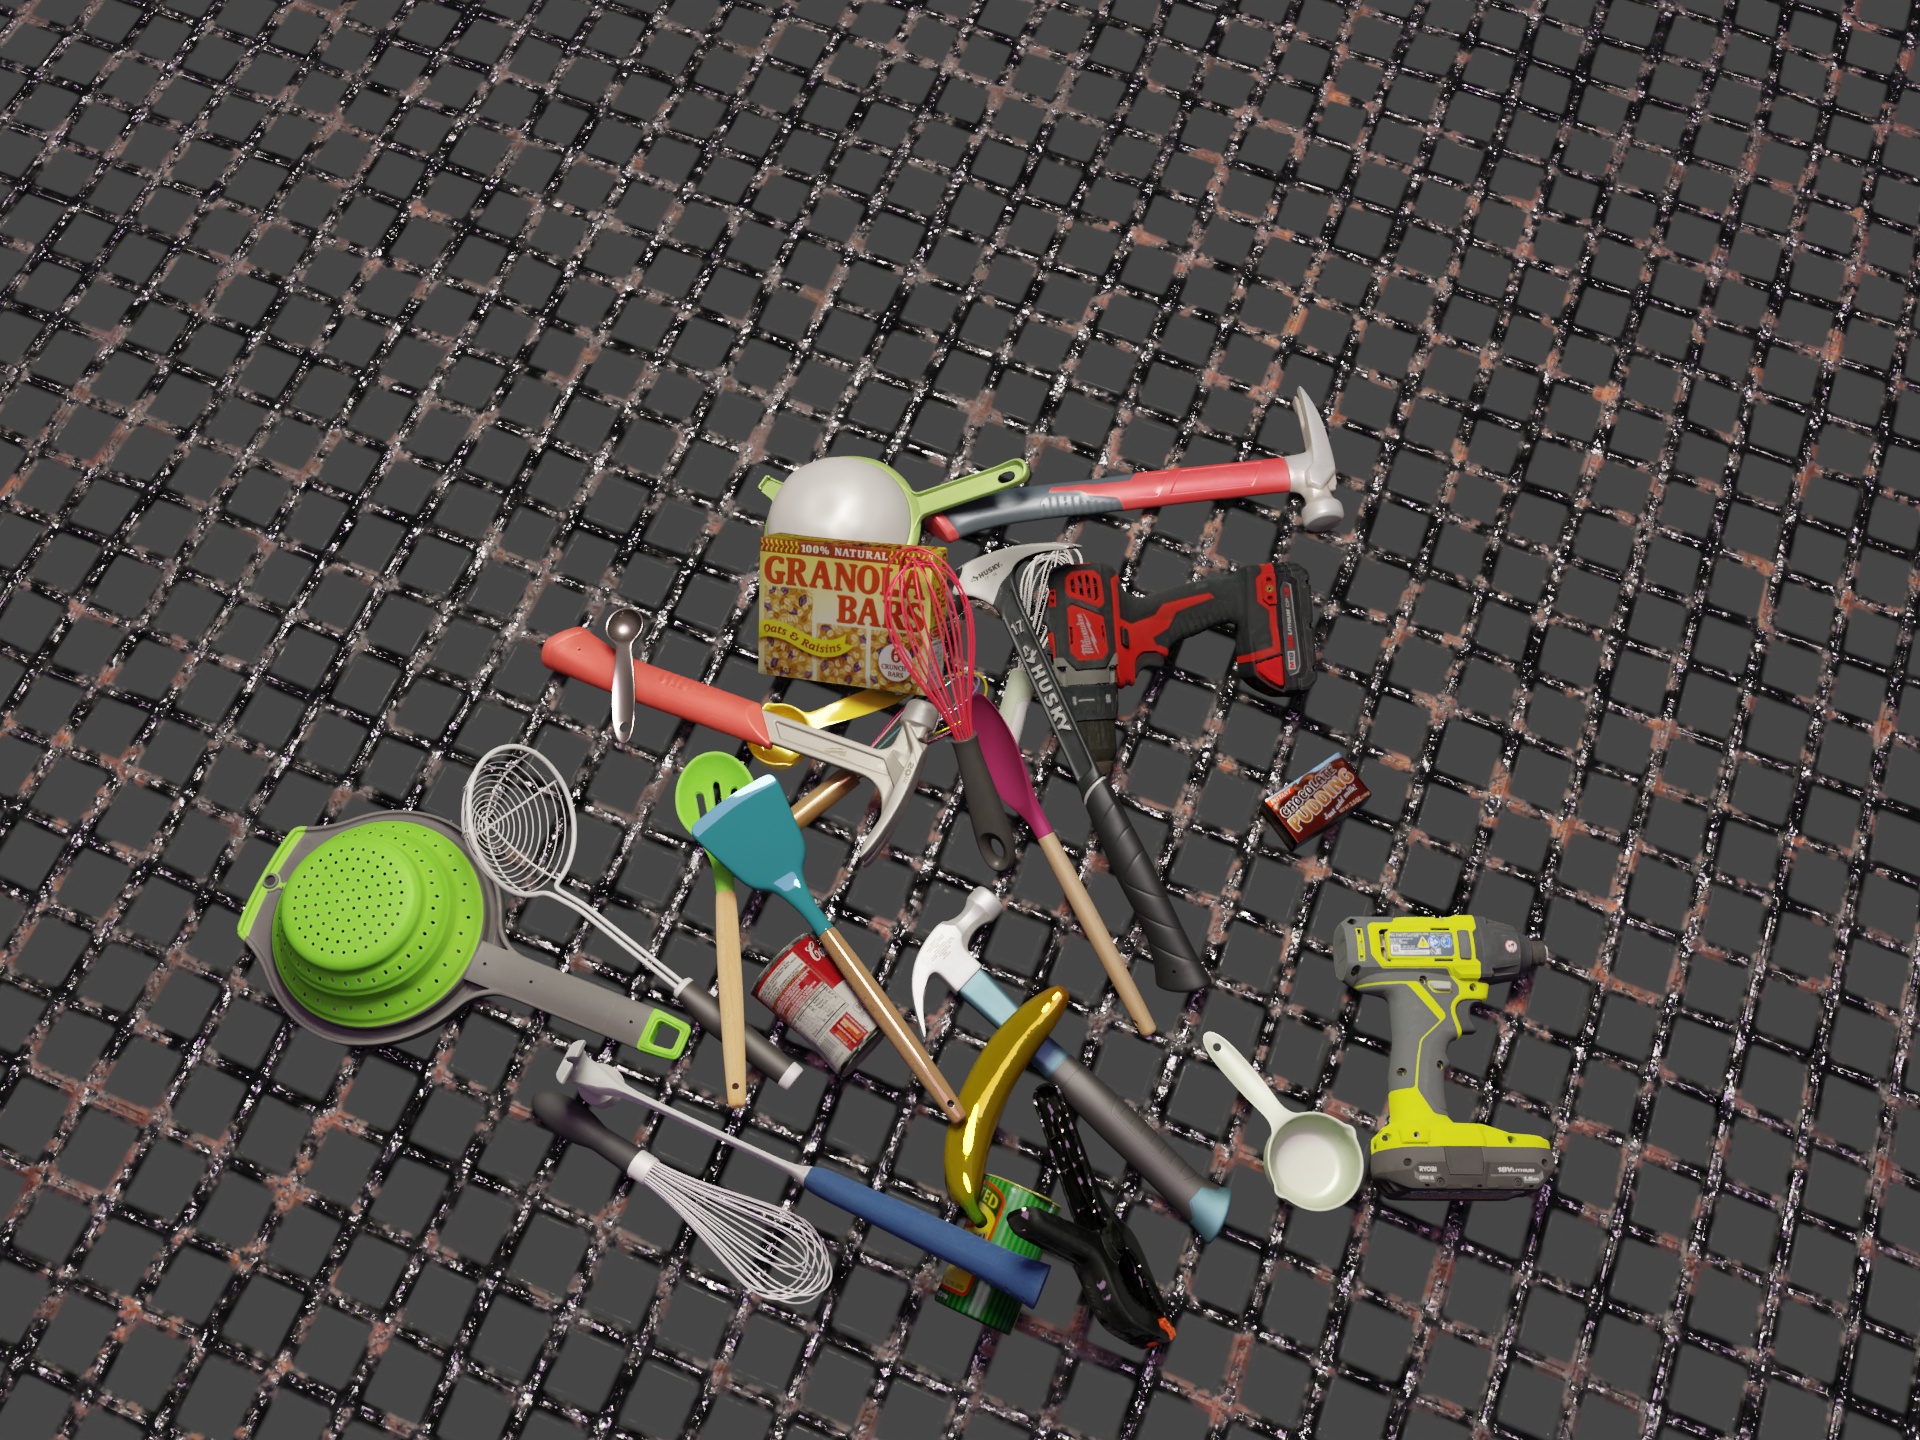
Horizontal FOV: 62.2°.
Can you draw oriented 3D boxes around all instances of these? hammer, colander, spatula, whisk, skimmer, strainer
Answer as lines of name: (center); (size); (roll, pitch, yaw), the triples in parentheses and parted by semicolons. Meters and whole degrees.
hammer: (-0.205, 0.002, 1.371); (0.359, 0.036, 0.149); (19, 69, 15)
colander: (-0.410, 0.186, 1.295); (0.397, 0.094, 0.205); (20, 70, 7)
hammer: (0.155, -0.227, 1.489); (0.386, 0.038, 0.143); (-7, 68, -3)
spatula: (-0.094, 0.187, 1.264); (0.082, 0.044, 0.318); (-35, 71, -13)
hammer: (0.110, 0.039, 1.339); (0.149, 0.036, 0.409); (-28, 83, 27)
whisk: (0.060, -0.048, 1.418); (0.059, 0.057, 0.246); (4, 70, 38)
skimmer: (-0.263, 0.163, 1.308); (0.363, 0.127, 0.090); (37, 118, 8)
whisk: (-0.002, -0.004, 1.319); (0.073, 0.073, 0.295); (-19, 109, -8)
whisk: (-0.224, 0.369, 1.252); (0.285, 0.070, 0.070); (28, 71, 14)
hammer: (0.091, 0.291, 1.295); (0.331, 0.033, 0.128); (42, 74, 14)
strainer: (-0.066, -0.197, 1.426); (0.256, 0.069, 0.152); (-17, 69, 10)
whisk: (-0.075, 0.035, 1.386); (0.245, 0.051, 0.047); (-38, 80, -11)
hammer: (-0.125, 0.340, 1.198); (0.405, 0.144, 0.035); (21, 70, 12)

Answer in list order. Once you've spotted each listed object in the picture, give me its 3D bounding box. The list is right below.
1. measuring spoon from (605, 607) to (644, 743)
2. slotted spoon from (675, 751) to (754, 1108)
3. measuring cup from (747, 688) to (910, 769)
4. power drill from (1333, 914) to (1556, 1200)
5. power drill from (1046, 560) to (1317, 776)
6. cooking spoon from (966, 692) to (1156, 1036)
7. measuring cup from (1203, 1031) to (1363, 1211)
measuring spoon: (-0.288, -0.038, 1.374); (0.034, 0.018, 0.124); (-6, 72, 9)
slotted spoon: (-0.195, 0.167, 1.314); (0.070, 0.031, 0.314); (-7, 58, -4)
measuring cup: (-0.113, -0.001, 1.407); (0.156, 0.029, 0.062); (-20, 71, -11)
power drill: (0.400, 0.269, 1.287); (0.171, 0.080, 0.223); (0, 66, -1)
power drill: (0.189, -0.049, 1.389); (0.226, 0.080, 0.188); (-4, 89, -4)
cooking spoon: (0.084, 0.120, 1.337); (0.017, 0.068, 0.319); (-23, 82, -30)
measuring cup: (0.252, 0.321, 1.285); (0.083, 0.038, 0.168); (-37, 72, -13)
